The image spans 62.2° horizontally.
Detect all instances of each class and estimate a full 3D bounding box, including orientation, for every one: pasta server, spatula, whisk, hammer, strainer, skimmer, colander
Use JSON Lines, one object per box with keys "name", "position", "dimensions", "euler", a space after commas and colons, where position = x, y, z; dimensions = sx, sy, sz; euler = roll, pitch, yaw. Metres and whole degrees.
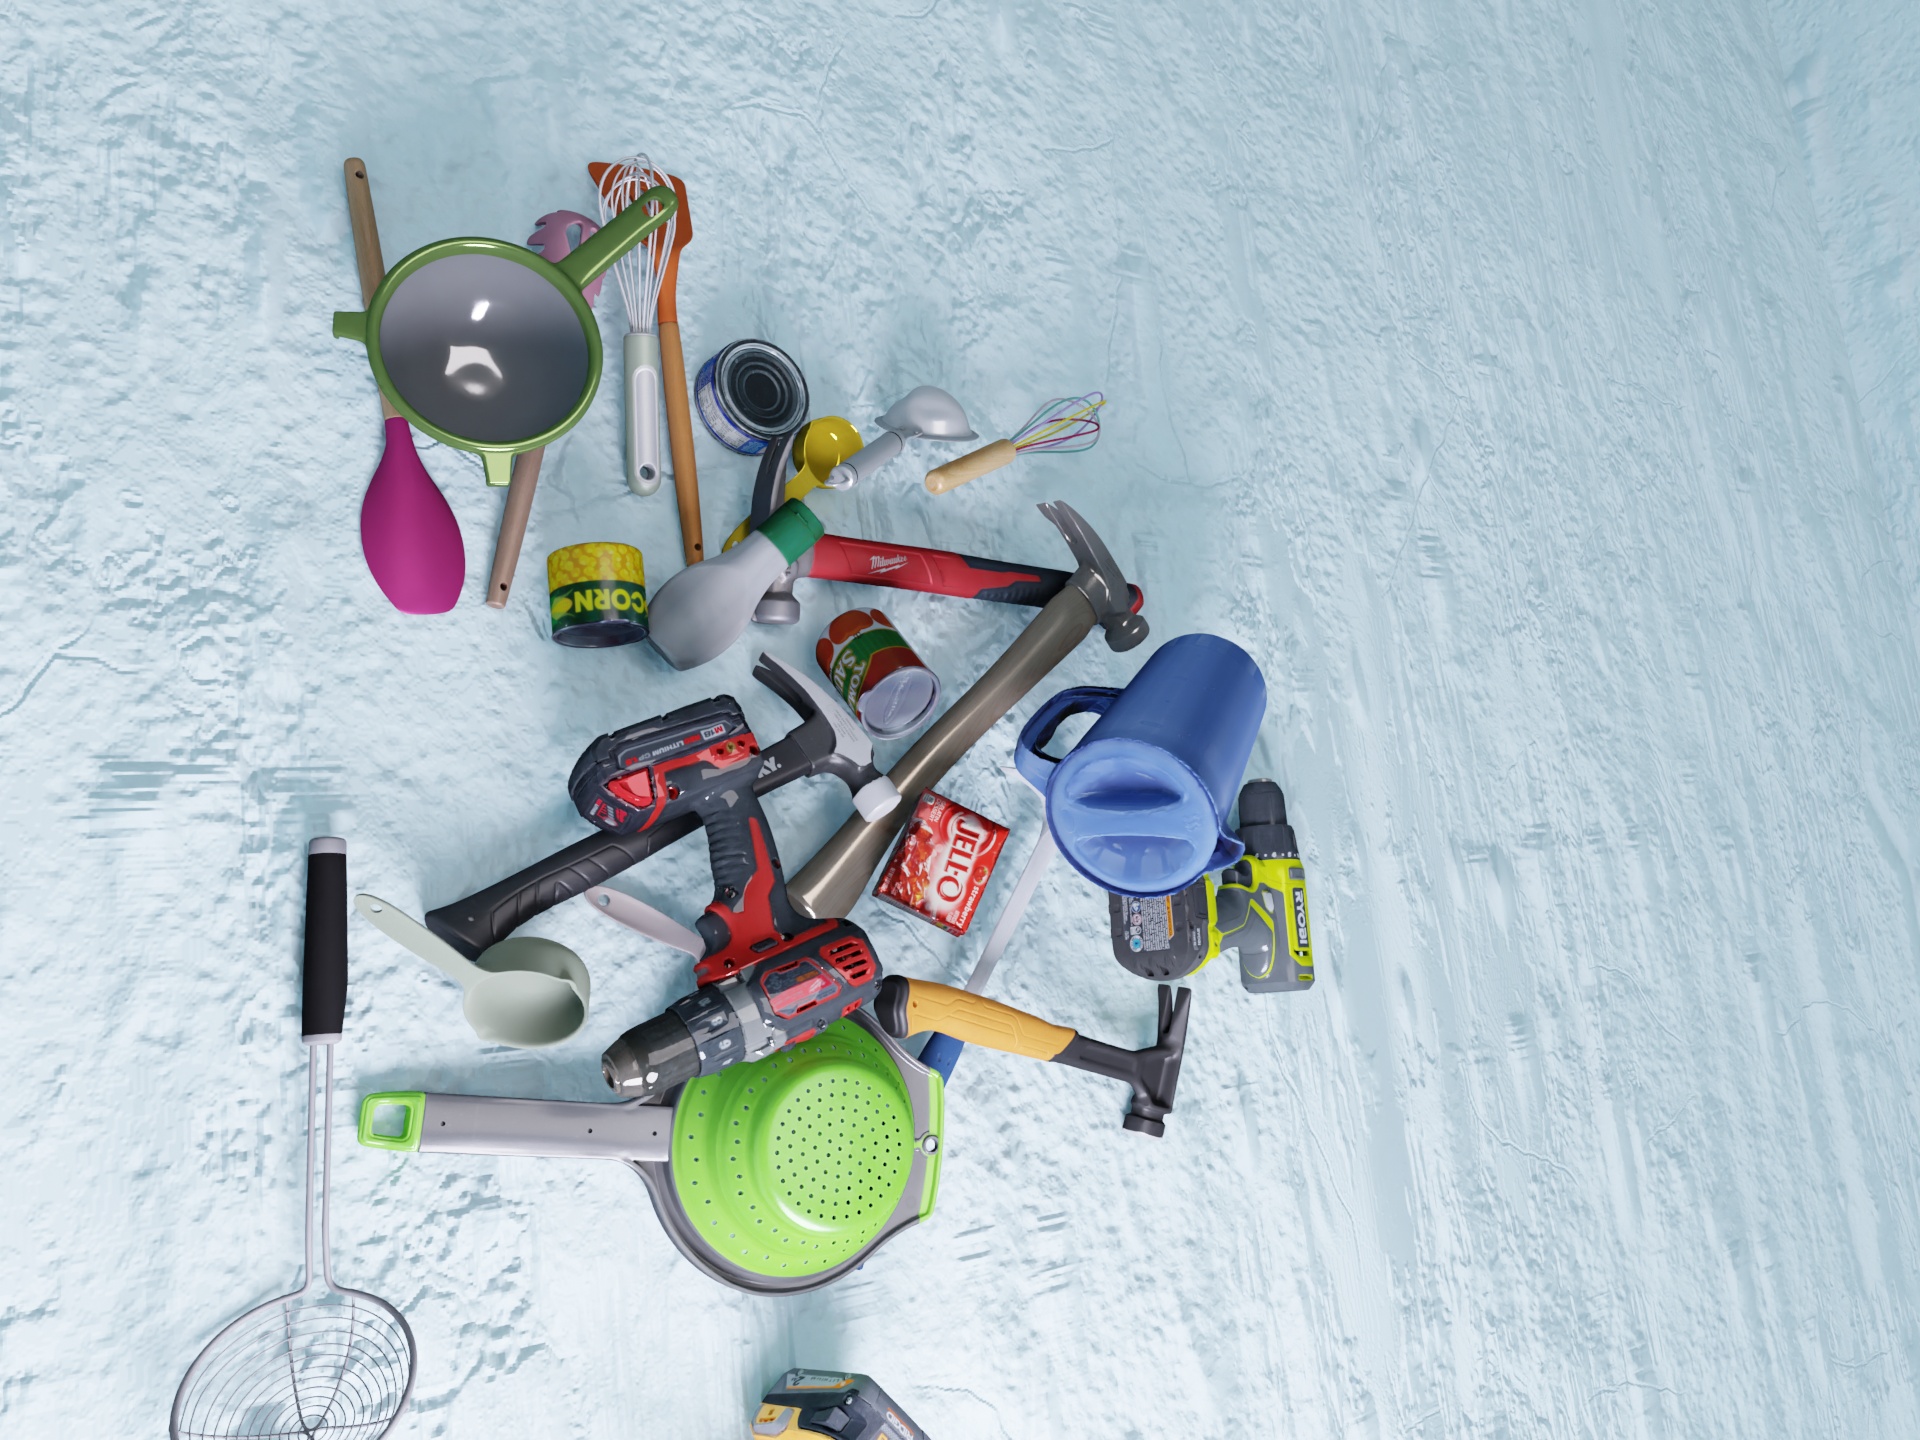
{"name": "pasta server", "position": [-0.298, -0.227, 1.127], "dimensions": [0.060, 0.040, 0.316], "euler": [18, 71, -32]}
{"name": "spatula", "position": [-0.221, -0.271, 1.198], "dimensions": [0.081, 0.041, 0.323], "euler": [-4, 84, -37]}
{"name": "whisk", "position": [-0.232, -0.287, 1.154], "dimensions": [0.057, 0.059, 0.246], "euler": [-3, 93, -30]}
{"name": "hammer", "position": [-0.208, 0.067, 1.091], "dimensions": [0.335, 0.035, 0.146], "euler": [-28, 75, -33]}
{"name": "hammer", "position": [0.002, -0.134, 1.302], "dimensions": [0.386, 0.038, 0.143], "euler": [4, 89, -38]}
{"name": "hammer", "position": [0.062, 0.234, 1.210], "dimensions": [0.336, 0.034, 0.127], "euler": [25, 74, -43]}
{"name": "strainer", "position": [-0.289, -0.278, 1.090], "dimensions": [0.151, 0.069, 0.256], "euler": [45, 66, -8]}
{"name": "strainer", "position": [-0.048, -0.220, 1.238], "dimensions": [0.258, 0.087, 0.050], "euler": [-51, 152, -59]}
{"name": "hammer", "position": [0.000, 0.215, 1.203], "dimensions": [0.406, 0.035, 0.143], "euler": [-60, 137, -28]}
{"name": "skimmer", "position": [-0.372, 0.240, 0.902], "dimensions": [0.127, 0.090, 0.363], "euler": [-3, 75, -5]}
{"name": "whisk", "position": [0.050, -0.233, 1.357], "dimensions": [0.245, 0.047, 0.051], "euler": [-32, 122, -44]}
{"name": "colander", "position": [-0.170, 0.266, 1.012], "dimensions": [0.396, 0.094, 0.205], "euler": [10, 76, -26]}
{"name": "hammer", "position": [-0.002, -0.004, 1.249], "dimensions": [0.411, 0.038, 0.146], "euler": [-47, 115, -29]}

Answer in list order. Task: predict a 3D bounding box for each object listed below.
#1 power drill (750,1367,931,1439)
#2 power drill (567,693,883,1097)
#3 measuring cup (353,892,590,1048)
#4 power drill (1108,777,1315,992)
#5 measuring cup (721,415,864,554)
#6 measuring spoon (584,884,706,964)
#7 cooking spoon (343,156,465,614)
{"name": "power drill", "position": [-0.109, 0.515, 0.967], "dimensions": [0.084, 0.185, 0.226], "euler": [50, 51, -13]}
{"name": "power drill", "position": [-0.173, 0.115, 1.017], "dimensions": [0.188, 0.080, 0.227], "euler": [-22, 79, -31]}
{"name": "measuring cup", "position": [-0.297, 0.141, 0.970], "dimensions": [0.167, 0.083, 0.038], "euler": [44, 26, -31]}
{"name": "power drill", "position": [0.224, 0.139, 1.368], "dimensions": [0.228, 0.080, 0.191], "euler": [9, 73, -48]}
{"name": "measuring cup", "position": [-0.137, -0.177, 1.237], "dimensions": [0.156, 0.029, 0.062], "euler": [-48, 119, -22]}
{"name": "measuring spoon", "position": [-0.207, 0.146, 1.102], "dimensions": [0.124, 0.018, 0.034], "euler": [31, 61, -19]}
{"name": "cooking spoon", "position": [-0.382, -0.226, 1.065], "dimensions": [0.068, 0.017, 0.319], "euler": [-6, 82, -39]}
